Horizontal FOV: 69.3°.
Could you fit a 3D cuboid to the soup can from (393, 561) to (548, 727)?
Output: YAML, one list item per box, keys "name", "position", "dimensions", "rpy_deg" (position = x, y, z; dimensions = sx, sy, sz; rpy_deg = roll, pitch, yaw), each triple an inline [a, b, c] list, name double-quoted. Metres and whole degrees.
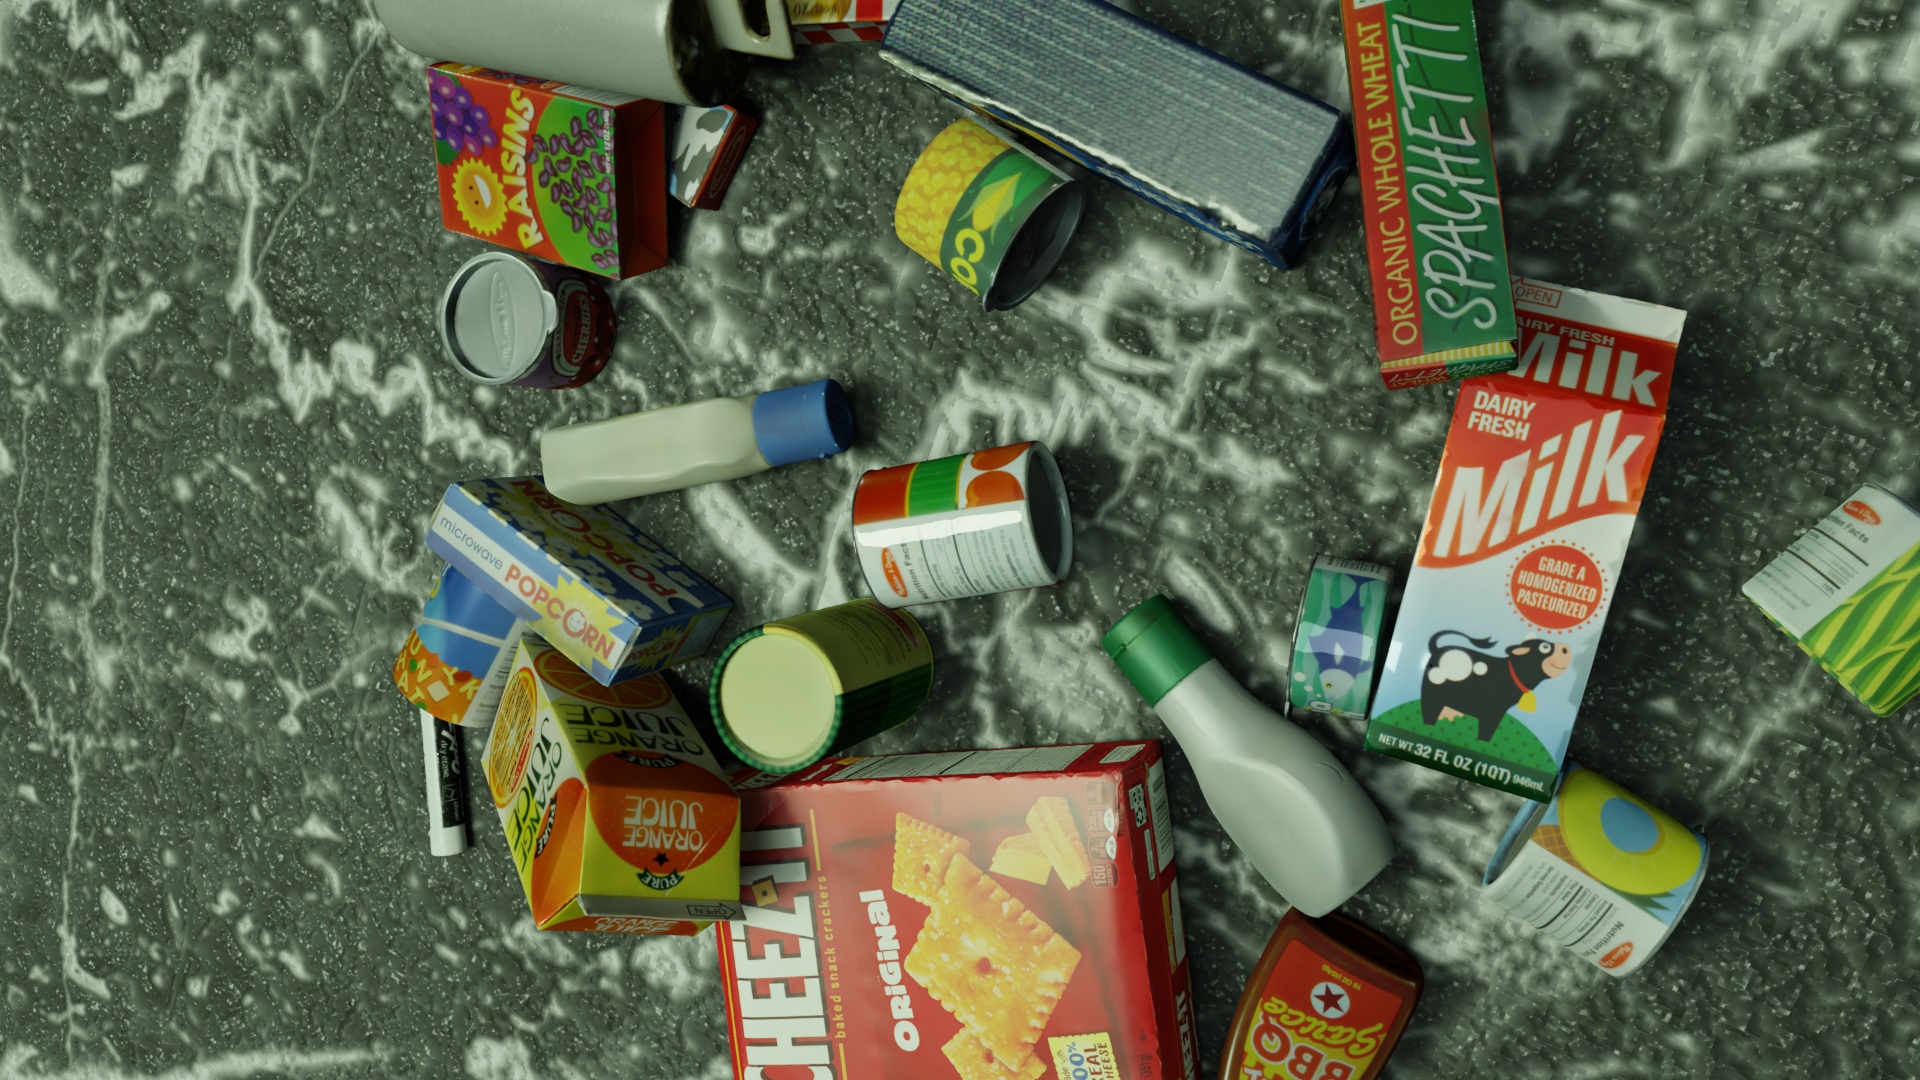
- name: "soup can"
  position: [-0.250, 0.044, 0.727]
  dimensions: [0.071, 0.071, 0.083]
  rpy_deg: [35, 105, 15]

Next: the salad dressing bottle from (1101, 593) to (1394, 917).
- name: "salad dressing bottle"
  position: [0.121, 0.090, 0.600]
  dimensions: [0.148, 0.044, 0.064]
  rpy_deg: [51, 142, 15]

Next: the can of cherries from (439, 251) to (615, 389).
- name: "can of cherries"
  position: [-0.219, -0.110, 0.711]
  dimensions: [0.071, 0.058, 0.071]
  rpy_deg: [1, 92, 21]

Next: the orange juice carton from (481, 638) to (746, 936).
- name: "orange juice carton"
  position: [-0.161, 0.120, 0.640]
  dimensions: [0.193, 0.072, 0.073]
  rpy_deg: [37, 110, 56]

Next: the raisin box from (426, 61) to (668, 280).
- name: "raisin box"
  position: [-0.205, -0.187, 0.693]
  dimensions: [0.123, 0.040, 0.085]
  rpy_deg: [19, 122, 24]

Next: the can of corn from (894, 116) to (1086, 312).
- name: "can of corn"
  position: [0.011, -0.144, 0.617]
  dimensions: [0.058, 0.071, 0.071]
  rpy_deg: [37, 105, 16]

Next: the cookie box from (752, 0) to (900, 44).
- name: "cookie box"
  position: [-0.068, -0.323, 0.654]
  dimensions: [0.123, 0.040, 0.167]
  rpy_deg: [5, 96, 21]

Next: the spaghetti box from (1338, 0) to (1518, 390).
- name: "spaghetti box"
  position: [0.175, -0.179, 0.537]
  dimensions: [0.050, 0.028, 0.250]
  rpy_deg: [-7, 73, 22]

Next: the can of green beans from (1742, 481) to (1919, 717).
- name: "can of green beans"
  position: [0.334, 0.022, 0.507]
  dimensions: [0.071, 0.071, 0.057]
  rpy_deg: [47, 108, 12]

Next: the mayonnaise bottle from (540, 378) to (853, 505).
- name: "mayonnaise bottle"
  position: [-0.127, -0.048, 0.680]
  dimensions: [0.148, 0.065, 0.041]
  rpy_deg: [-10, 86, 17]

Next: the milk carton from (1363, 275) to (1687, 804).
- name: "milk carton"
  position: [0.220, -0.004, 0.544]
  dimensions: [0.072, 0.073, 0.190]
  rpy_deg: [17, 98, 20]

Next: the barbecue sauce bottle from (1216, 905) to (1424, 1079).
- name: "barbecue sauce bottle"
  position: [0.141, 0.235, 0.603]
  dimensions: [0.065, 0.044, 0.148]
  rpy_deg: [27, 102, 17]

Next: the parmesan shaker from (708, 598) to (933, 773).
- name: "parmesan shaker"
  position: [-0.064, 0.063, 0.638]
  dimensions: [0.071, 0.103, 0.071]
  rpy_deg: [1, 94, 21]

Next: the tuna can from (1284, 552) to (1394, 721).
- name: "tuna can"
  position: [0.157, 0.042, 0.574]
  dimensions: [0.033, 0.071, 0.071]
  rpy_deg: [10, 97, 19]

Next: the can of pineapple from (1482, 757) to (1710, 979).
- name: "can of pineapple"
  position: [0.249, 0.126, 0.546]
  dimensions: [0.058, 0.071, 0.071]
  rpy_deg: [32, 104, 16]

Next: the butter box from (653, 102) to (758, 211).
- name: "butter box"
  position: [-0.157, -0.214, 0.700]
  dimensions: [0.103, 0.024, 0.053]
  rpy_deg: [34, 105, 16]

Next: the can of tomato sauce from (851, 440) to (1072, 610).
- name: "can of tomato sauce"
  position: [0.002, -0.008, 0.631]
  dimensions: [0.083, 0.071, 0.071]
  rpy_deg: [-10, 90, 20]

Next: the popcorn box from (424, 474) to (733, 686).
- name: "popcorn box"
  position: [-0.189, 0.016, 0.692]
  dimensions: [0.127, 0.085, 0.038]
  rpy_deg: [35, 106, 15]
